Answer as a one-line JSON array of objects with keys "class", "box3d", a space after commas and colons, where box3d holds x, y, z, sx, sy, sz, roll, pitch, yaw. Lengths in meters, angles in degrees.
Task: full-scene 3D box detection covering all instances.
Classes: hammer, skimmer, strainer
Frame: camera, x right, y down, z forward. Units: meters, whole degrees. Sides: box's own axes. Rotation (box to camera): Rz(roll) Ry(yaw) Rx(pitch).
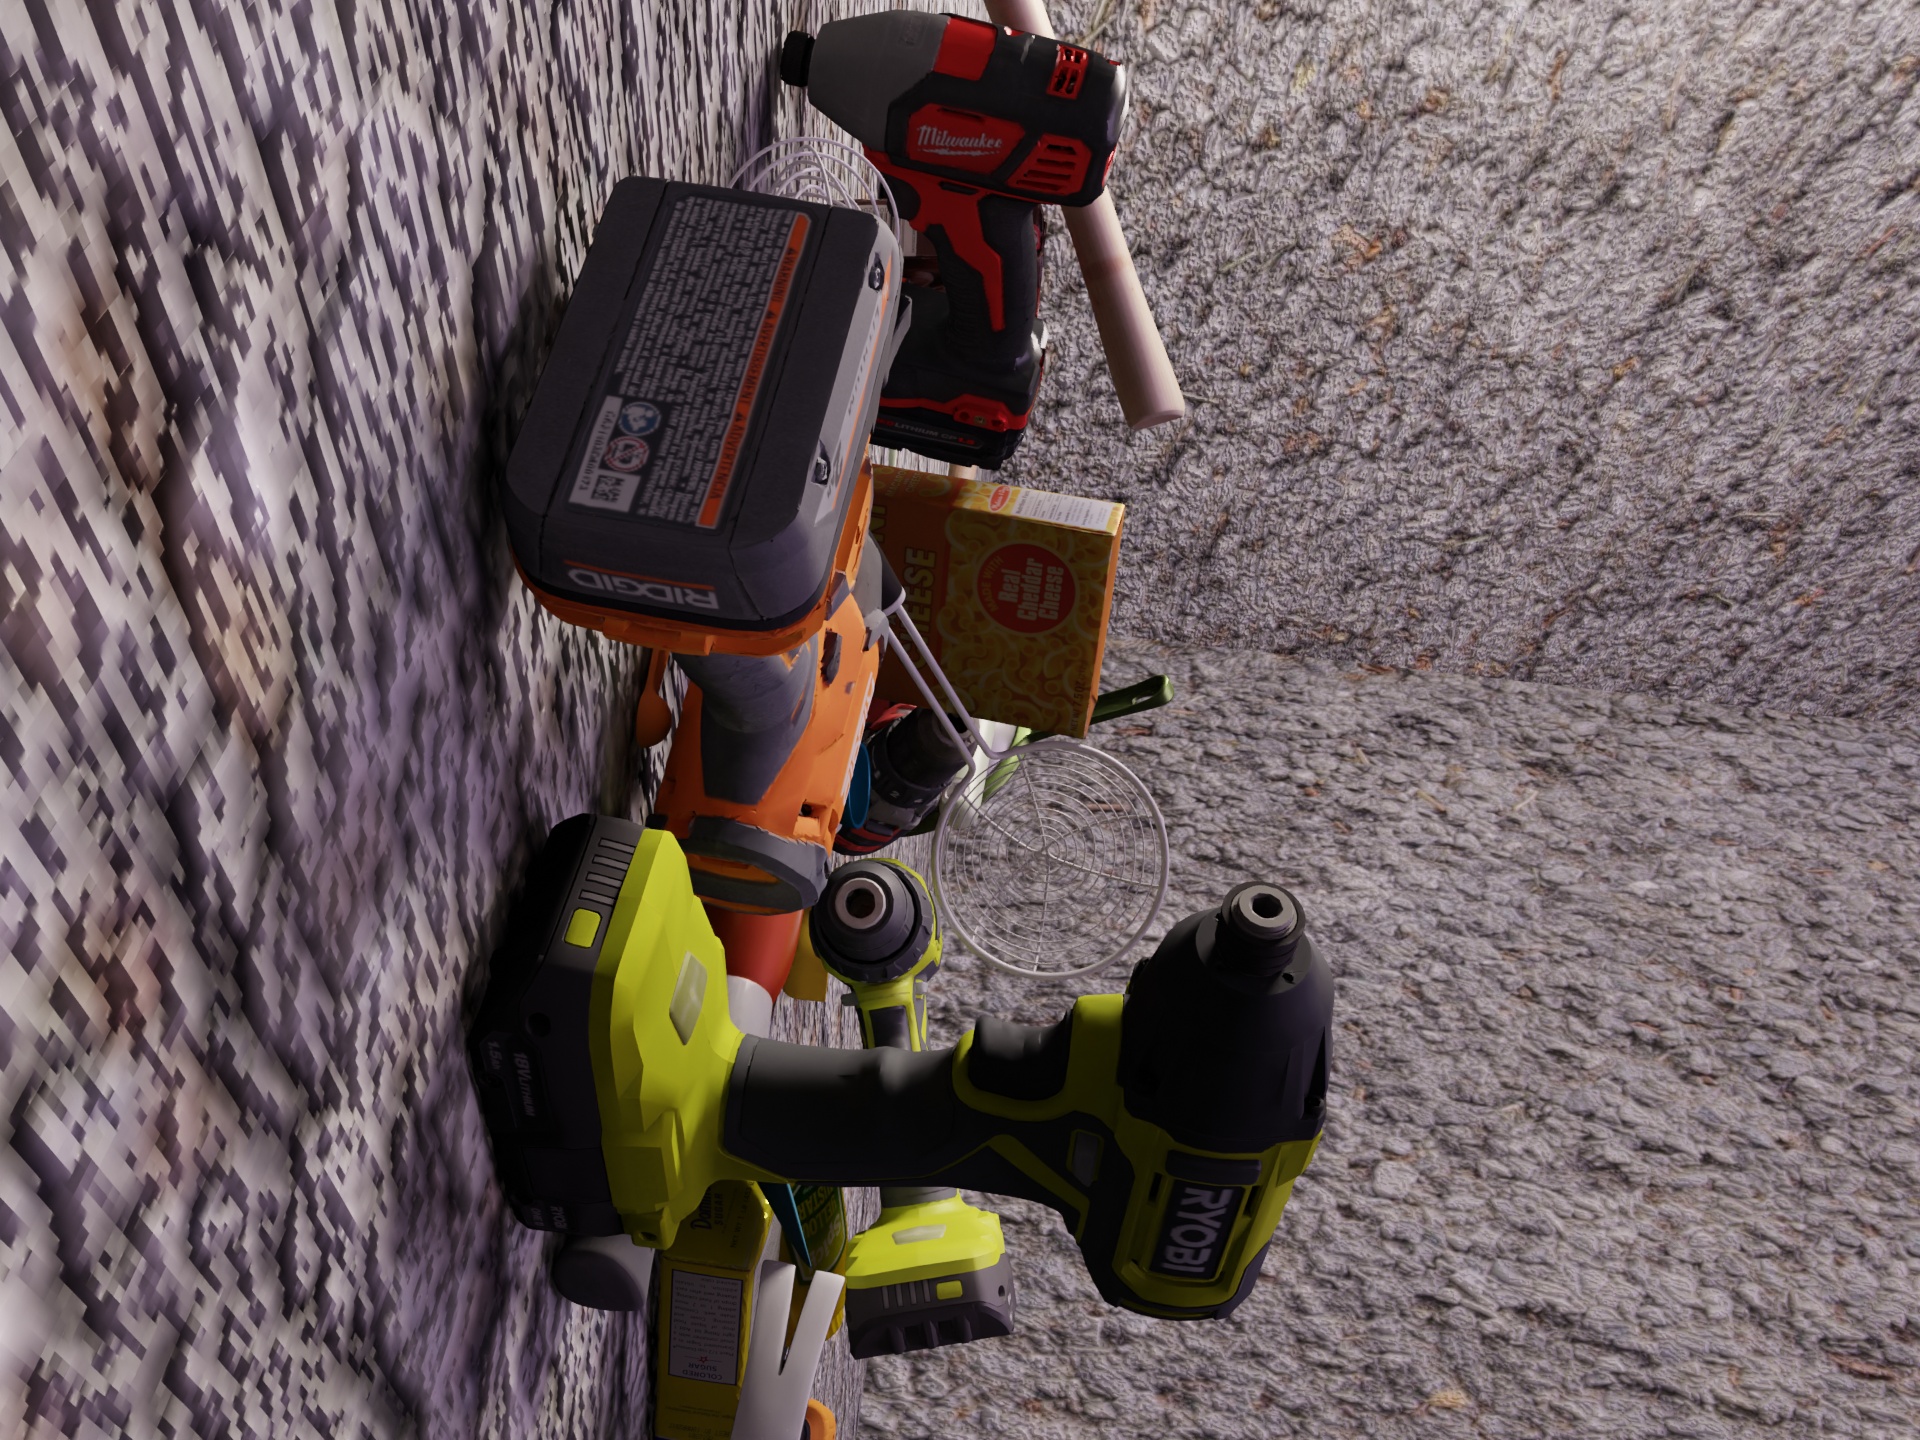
[{"class": "hammer", "box3d": [-0.097, 0.084, 0.686, 0.409, 0.036, 0.149, -78, 173, -61]}, {"class": "hammer", "box3d": [0.038, -0.327, 0.783, 0.146, 0.038, 0.410, -81, 152, -48]}, {"class": "skimmer", "box3d": [-0.001, -0.002, 0.753, 0.090, 0.127, 0.362, 56, -1, 44]}, {"class": "hammer", "box3d": [-0.080, 0.340, 0.766, 0.336, 0.034, 0.127, 95, 5, -67]}, {"class": "strainer", "box3d": [0.016, -0.007, 1.090, 0.069, 0.256, 0.152, 58, 28, -34]}]

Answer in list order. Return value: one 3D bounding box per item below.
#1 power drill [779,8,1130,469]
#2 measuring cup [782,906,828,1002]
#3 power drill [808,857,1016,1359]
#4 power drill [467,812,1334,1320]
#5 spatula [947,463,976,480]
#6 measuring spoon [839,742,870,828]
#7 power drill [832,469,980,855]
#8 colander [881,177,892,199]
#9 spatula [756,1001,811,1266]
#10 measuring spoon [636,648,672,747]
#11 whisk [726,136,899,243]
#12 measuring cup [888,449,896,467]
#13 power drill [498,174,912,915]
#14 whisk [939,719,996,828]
[{"class": "power drill", "box3d": [-0.014, -0.219, 0.723, 0.219, 0.143, 0.079, 105, -2, -61]}, {"class": "measuring cup", "box3d": [-0.099, 0.126, 0.995, 0.157, 0.029, 0.062, -117, -148, -73]}, {"class": "power drill", "box3d": [-0.030, 0.179, 0.770, 0.190, 0.080, 0.229, 86, -5, -77]}, {"class": "power drill", "box3d": [-0.013, 0.096, 0.450, 0.080, 0.223, 0.171, -81, 177, -46]}, {"class": "spatula", "box3d": [0.003, -0.154, 0.990, 0.018, 0.059, 0.316, -48, -156, 41]}, {"class": "measuring spoon", "box3d": [-0.065, 0.008, 0.736, 0.128, 0.021, 0.042, 72, 22, -56]}, {"class": "power drill", "box3d": [-0.026, -0.039, 0.984, 0.188, 0.080, 0.227, 139, -35, -59]}, {"class": "colander", "box3d": [-0.007, -0.300, 1.042, 0.397, 0.094, 0.204, -81, 176, -52]}, {"class": "spatula", "box3d": [-0.088, 0.134, 0.788, 0.318, 0.044, 0.082, -88, 167, -67]}, {"class": "measuring spoon", "box3d": [-0.098, -0.042, 0.568, 0.021, 0.011, 0.117, 92, 5, -61]}, {"class": "whisk", "box3d": [-0.060, -0.080, 0.628, 0.070, 0.070, 0.284, -78, 172, -64]}, {"class": "measuring cup", "box3d": [-0.060, -0.135, 0.962, 0.083, 0.038, 0.168, 98, -3, -47]}, {"class": "power drill", "box3d": [-0.060, -0.052, 0.482, 0.226, 0.084, 0.164, 92, 10, -64]}, {"class": "whisk", "box3d": [0.016, -0.026, 1.041, 0.247, 0.058, 0.059, -78, 152, -43]}]
